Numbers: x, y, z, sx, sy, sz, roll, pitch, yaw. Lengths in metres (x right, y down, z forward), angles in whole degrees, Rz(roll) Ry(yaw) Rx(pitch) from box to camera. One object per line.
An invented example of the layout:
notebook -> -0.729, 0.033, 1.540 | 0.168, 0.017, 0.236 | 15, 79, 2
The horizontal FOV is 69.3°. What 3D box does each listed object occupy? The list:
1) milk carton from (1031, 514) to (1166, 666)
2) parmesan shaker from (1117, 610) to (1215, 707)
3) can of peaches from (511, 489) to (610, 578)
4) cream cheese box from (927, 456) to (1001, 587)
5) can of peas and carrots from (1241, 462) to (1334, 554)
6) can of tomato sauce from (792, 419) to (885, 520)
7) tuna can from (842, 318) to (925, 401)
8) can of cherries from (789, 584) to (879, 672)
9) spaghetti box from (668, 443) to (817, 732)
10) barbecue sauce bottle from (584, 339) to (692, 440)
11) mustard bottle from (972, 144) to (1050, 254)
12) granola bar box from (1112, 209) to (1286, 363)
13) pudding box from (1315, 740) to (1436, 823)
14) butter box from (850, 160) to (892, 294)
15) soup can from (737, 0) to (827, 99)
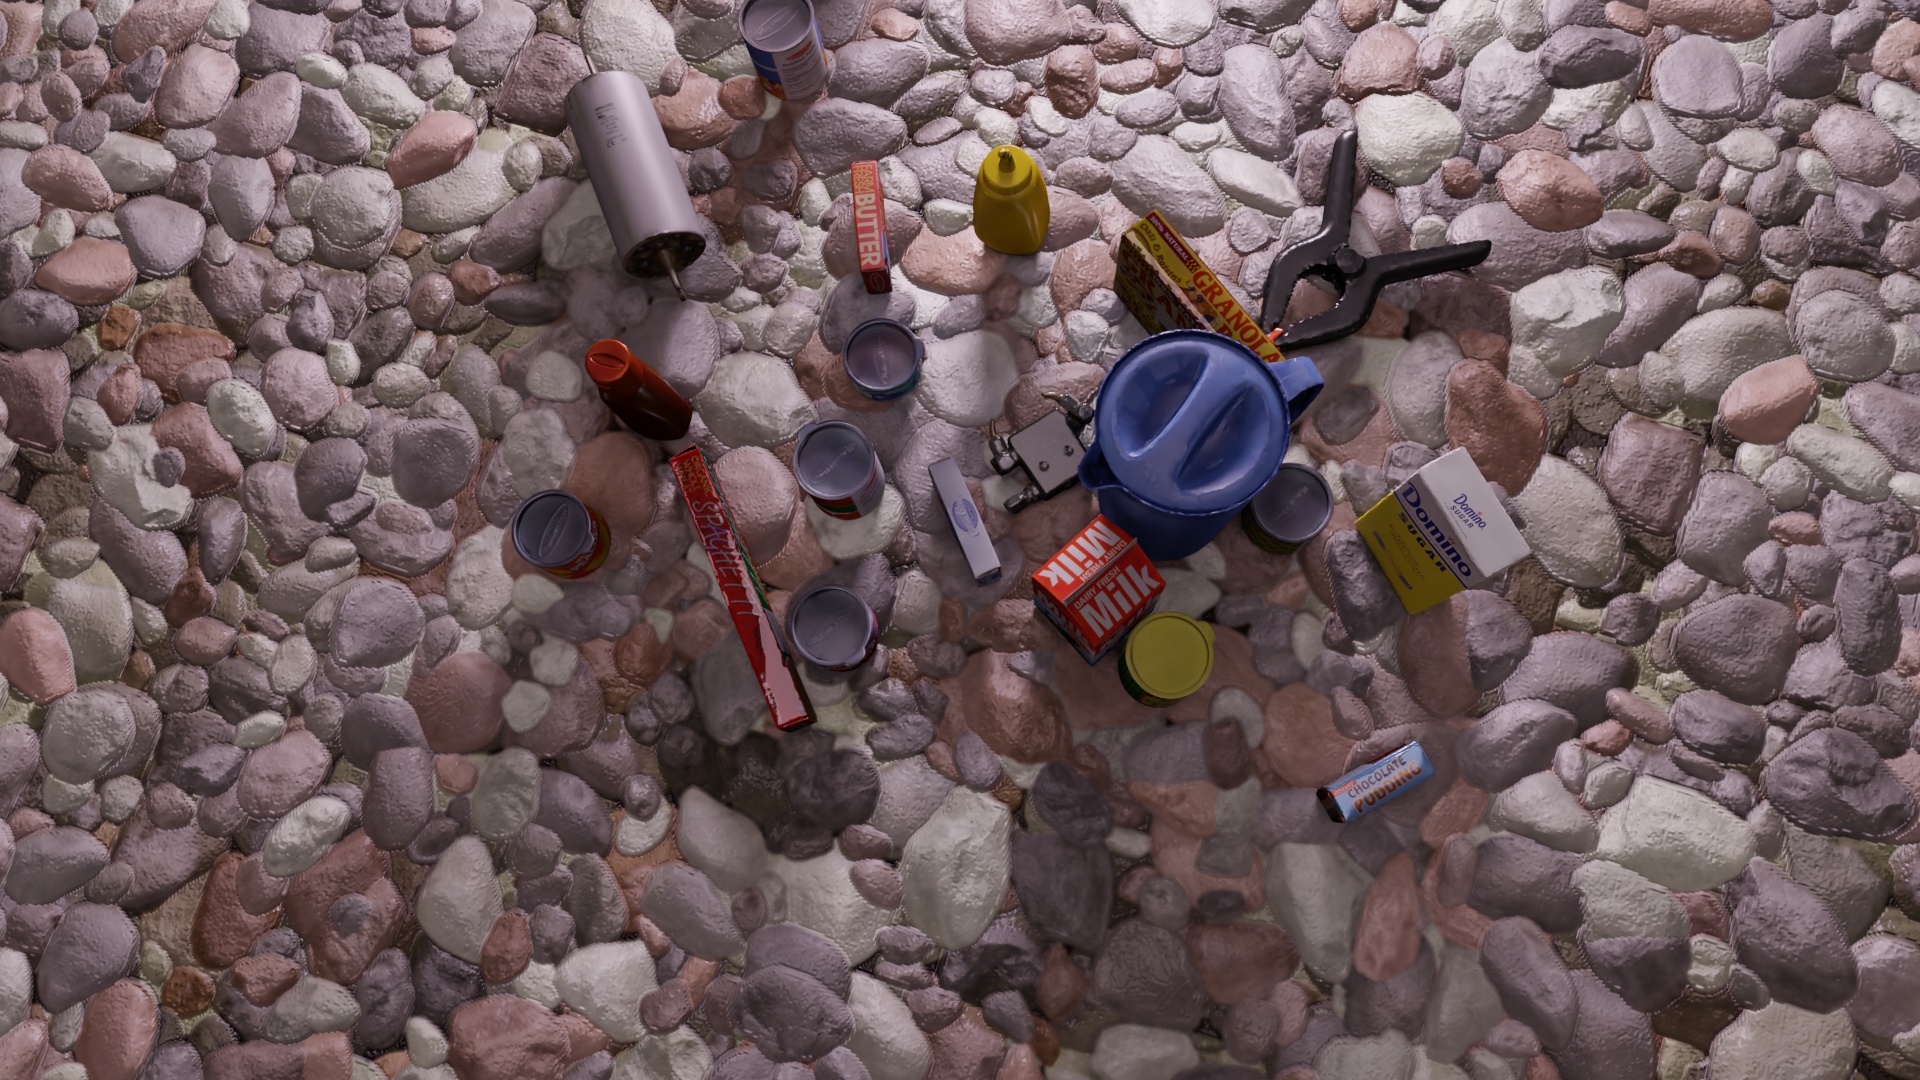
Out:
milk carton -> 0.104, 0.038, 1.062 | 0.072, 0.190, 0.073 | -41, 79, -5
parmesan shaker -> 0.162, 0.094, 1.092 | 0.071, 0.103, 0.071 | -1, 78, 3
can of peaches -> -0.331, -0.003, 1.162 | 0.071, 0.058, 0.071 | -1, 78, 3
cream cheese box -> 0.004, -0.014, 1.149 | 0.024, 0.053, 0.104 | -23, 78, -2
can of peas and carrots -> 0.264, -0.026, 1.135 | 0.071, 0.058, 0.071 | -1, 78, 3
can of tomato sauce -> -0.101, -0.058, 1.149 | 0.071, 0.083, 0.071 | -1, 78, 3
tuna can -> -0.064, -0.155, 1.193 | 0.071, 0.032, 0.071 | -1, 78, 3
can of cherries -> -0.101, 0.075, 1.133 | 0.071, 0.058, 0.071 | -1, 78, 3
spaghetti box -> -0.180, 0.039, 1.149 | 0.029, 0.050, 0.250 | -24, 78, -2
barbecue sauce bottle -> -0.267, -0.123, 1.138 | 0.065, 0.148, 0.044 | 17, 80, 6
mustard bottle -> 0.042, -0.288, 1.151 | 0.065, 0.160, 0.049 | 13, 80, 6
granola bar box -> 0.193, -0.177, 1.137 | 0.039, 0.124, 0.166 | -37, 79, -4
pudding box -> 0.326, 0.190, 1.090 | 0.084, 0.049, 0.030 | -28, 78, -3
butter box -> -0.077, -0.272, 1.208 | 0.024, 0.053, 0.103 | -6, 78, 2
soup can -> -0.158, -0.443, 1.234 | 0.071, 0.083, 0.071 | -1, 78, 3
